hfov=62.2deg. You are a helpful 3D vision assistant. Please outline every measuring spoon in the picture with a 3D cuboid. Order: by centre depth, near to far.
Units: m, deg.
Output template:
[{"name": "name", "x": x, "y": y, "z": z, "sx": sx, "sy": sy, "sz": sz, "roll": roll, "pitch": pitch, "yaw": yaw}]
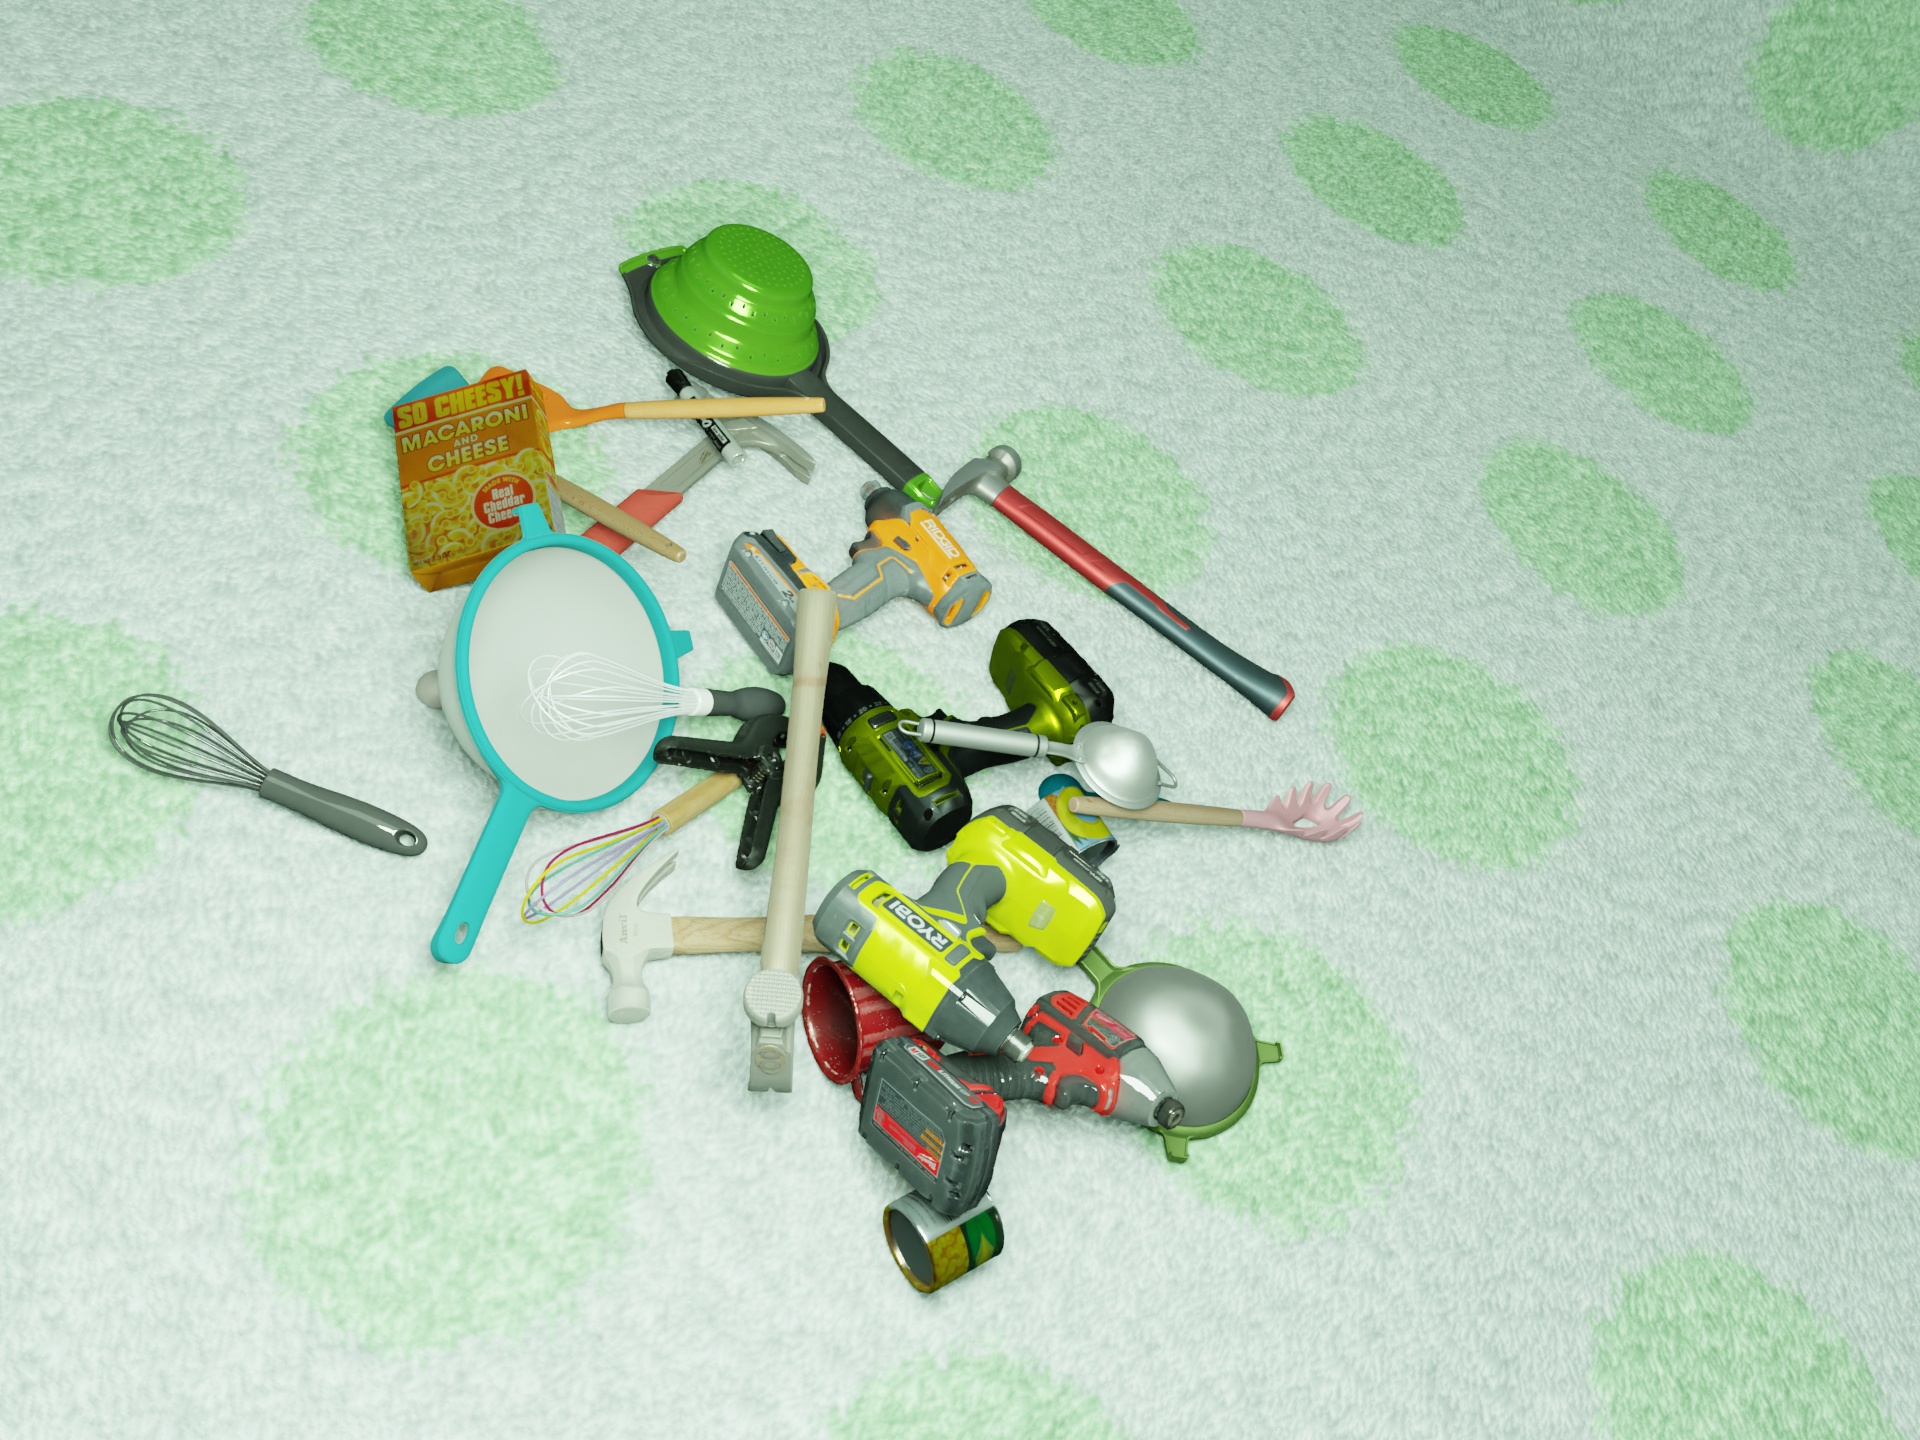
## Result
[{"name": "measuring spoon", "x": -0.368, "y": -0.024, "z": 1.267, "sx": 0.124, "sy": 0.018, "sz": 0.034, "roll": 5, "pitch": 53, "yaw": -19}, {"name": "measuring spoon", "x": 0.132, "y": 0.066, "z": 1.390, "sx": 0.128, "sy": 0.021, "sz": 0.042, "roll": 6, "pitch": 53, "yaw": -15}]

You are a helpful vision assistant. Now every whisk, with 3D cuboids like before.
[{"name": "whisk", "x": -0.498, "y": 0.043, "z": 1.150, "sx": 0.239, "sy": 0.055, "sz": 0.055, "roll": 25, "pitch": 49, "yaw": -8}, {"name": "whisk", "x": -0.239, "y": 0.085, "z": 1.198, "sx": 0.051, "sy": 0.047, "sz": 0.245, "roll": 3, "pitch": 25, "yaw": 34}, {"name": "whisk", "x": -0.224, "y": -0.016, "z": 1.225, "sx": 0.070, "sy": 0.070, "sz": 0.284, "roll": 54, "pitch": 24, "yaw": 21}]

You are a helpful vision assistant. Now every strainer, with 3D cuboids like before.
[{"name": "strainer", "x": -0.338, "y": 0.022, "z": 1.188, "sx": 0.210, "sy": 0.095, "sz": 0.341, "roll": 44, "pitch": 53, "yaw": -42}, {"name": "strainer", "x": 0.141, "y": 0.208, "z": 1.256, "sx": 0.256, "sy": 0.069, "sz": 0.151, "roll": 46, "pitch": 52, "yaw": 14}, {"name": "strainer", "x": 0.072, "y": 0.022, "z": 1.288, "sx": 0.258, "sy": 0.050, "sz": 0.087, "roll": 8, "pitch": 51, "yaw": -20}]

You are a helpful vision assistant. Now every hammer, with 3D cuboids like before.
[{"name": "hammer", "x": -0.123, "y": 0.069, "z": 1.183, "sx": 0.038, "sy": 0.146, "sz": 0.411, "roll": 5, "pitch": 52, "yaw": -4}, {"name": "hammer", "x": -0.108, "y": 0.161, "z": 1.220, "sx": 0.331, "sy": 0.031, "sz": 0.130, "roll": 2, "pitch": 55, "yaw": -21}, {"name": "hammer", "x": -0.281, "y": -0.174, "z": 1.404, "sx": 0.149, "sy": 0.036, "sz": 0.359, "roll": 34, "pitch": 49, "yaw": 6}, {"name": "hammer", "x": 0.149, "y": -0.121, "z": 1.519, "sx": 0.386, "sy": 0.038, "sz": 0.143, "roll": 38, "pitch": 41, "yaw": 7}]

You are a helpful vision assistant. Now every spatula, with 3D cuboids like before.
[{"name": "spatula", "x": -0.357, "y": -0.211, "z": 1.365, "sx": 0.318, "sy": 0.044, "sz": 0.082, "roll": 29, "pitch": 61, "yaw": 23}, {"name": "spatula", "x": -0.283, "y": -0.289, "z": 1.444, "sx": 0.322, "sy": 0.041, "sz": 0.081, "roll": 0, "pitch": 46, "yaw": 9}]

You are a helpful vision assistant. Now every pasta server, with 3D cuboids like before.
[{"name": "pasta server", "x": 0.223, "y": 0.077, "z": 1.369, "sx": 0.316, "sy": 0.040, "sz": 0.060, "roll": 6, "pitch": 38, "yaw": -34}]

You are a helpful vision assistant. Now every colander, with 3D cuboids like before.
[{"name": "colander", "x": -0.150, "y": -0.362, "z": 1.544, "sx": 0.397, "sy": 0.094, "sz": 0.204, "roll": 42, "pitch": 41, "yaw": 7}]

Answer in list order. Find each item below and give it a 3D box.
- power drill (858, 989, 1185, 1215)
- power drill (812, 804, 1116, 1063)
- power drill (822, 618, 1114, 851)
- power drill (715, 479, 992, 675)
[{"name": "power drill", "x": 0.050, "y": 0.264, "z": 1.127, "sx": 0.219, "sy": 0.078, "sz": 0.143, "roll": -7, "pitch": 28, "yaw": -42}, {"name": "power drill", "x": 0.017, "y": 0.154, "z": 1.156, "sx": 0.171, "sy": 0.080, "sz": 0.223, "roll": 37, "pitch": 29, "yaw": 15}, {"name": "power drill", "x": -0.002, "y": -0.004, "z": 1.357, "sx": 0.228, "sy": 0.080, "sz": 0.191, "roll": -23, "pitch": 58, "yaw": -30}, {"name": "power drill", "x": -0.101, "y": -0.137, "z": 1.419, "sx": 0.226, "sy": 0.084, "sz": 0.164, "roll": -21, "pitch": 64, "yaw": -37}]
